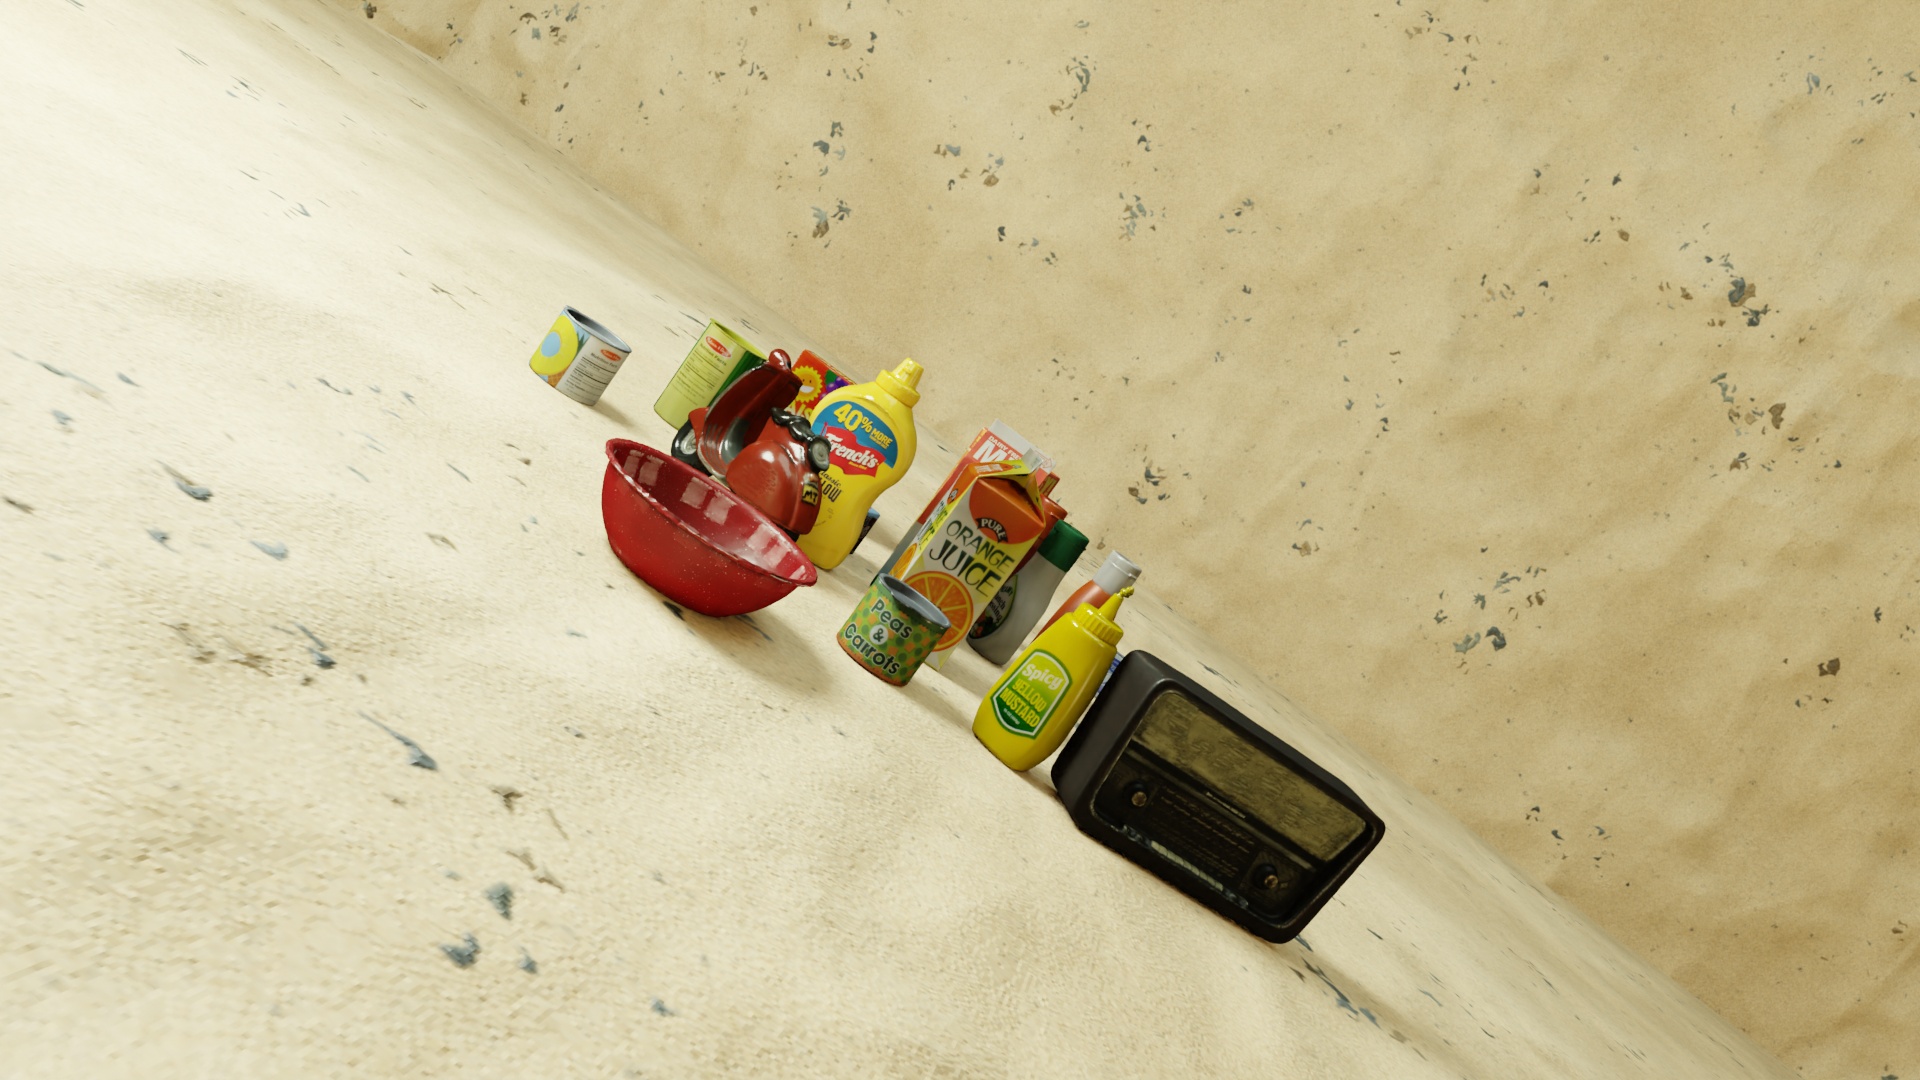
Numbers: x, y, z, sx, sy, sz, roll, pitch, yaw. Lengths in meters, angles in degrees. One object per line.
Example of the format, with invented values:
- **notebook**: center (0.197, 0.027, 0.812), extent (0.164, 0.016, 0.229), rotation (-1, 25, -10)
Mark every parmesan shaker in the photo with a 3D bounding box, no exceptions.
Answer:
- **parmesan shaker**: center (-0.245, -0.155, 1.351), extent (0.071, 0.103, 0.071), rotation (36, 7, -5)

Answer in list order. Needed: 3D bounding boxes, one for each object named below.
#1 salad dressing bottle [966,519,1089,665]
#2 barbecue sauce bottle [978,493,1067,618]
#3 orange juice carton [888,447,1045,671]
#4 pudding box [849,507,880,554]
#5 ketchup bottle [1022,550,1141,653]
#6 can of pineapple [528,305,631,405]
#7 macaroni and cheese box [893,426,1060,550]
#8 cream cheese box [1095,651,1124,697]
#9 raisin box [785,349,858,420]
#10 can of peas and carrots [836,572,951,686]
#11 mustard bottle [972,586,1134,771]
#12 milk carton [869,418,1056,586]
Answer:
- **salad dressing bottle**: center (0.066, 0.049, 1.323), extent (0.044, 0.147, 0.064), rotation (34, 7, -19)
- **barbecue sauce bottle**: center (0.054, 0.021, 1.438), extent (0.065, 0.148, 0.044), rotation (33, 8, -26)
- **orange juice carton**: center (0.007, 0.005, 1.155), extent (0.073, 0.192, 0.072), rotation (35, 7, -11)
- **pudding box**: center (-0.115, -0.018, 1.299), extent (0.030, 0.049, 0.083), rotation (39, 8, 21)
- **ketchup bottle**: center (0.124, 0.079, 1.392), extent (0.064, 0.148, 0.044), rotation (30, 9, -42)
- **can of pineapple**: center (-0.324, -0.157, 1.182), extent (0.071, 0.058, 0.071), rotation (36, 7, -5)
- **macaroni and cheese box**: center (0.021, -0.029, 1.526), extent (0.040, 0.166, 0.123), rotation (42, 9, 38)
- **cream cheese box**: center (0.167, 0.152, 1.502), extent (0.104, 0.053, 0.024), rotation (39, 8, 23)
- **raisin box**: center (-0.164, -0.129, 1.479), extent (0.086, 0.123, 0.040), rotation (37, 7, 9)
- **can of peas and carrots**: center (-0.051, 0.067, 1.031), extent (0.071, 0.058, 0.071), rotation (36, 7, -5)
- **mustard bottle**: center (0.076, 0.095, 1.033), extent (0.065, 0.160, 0.049), rotation (40, 8, 25)
- **milk carton**: center (0.005, -0.016, 1.282), extent (0.072, 0.190, 0.073), rotation (37, 7, 3)
